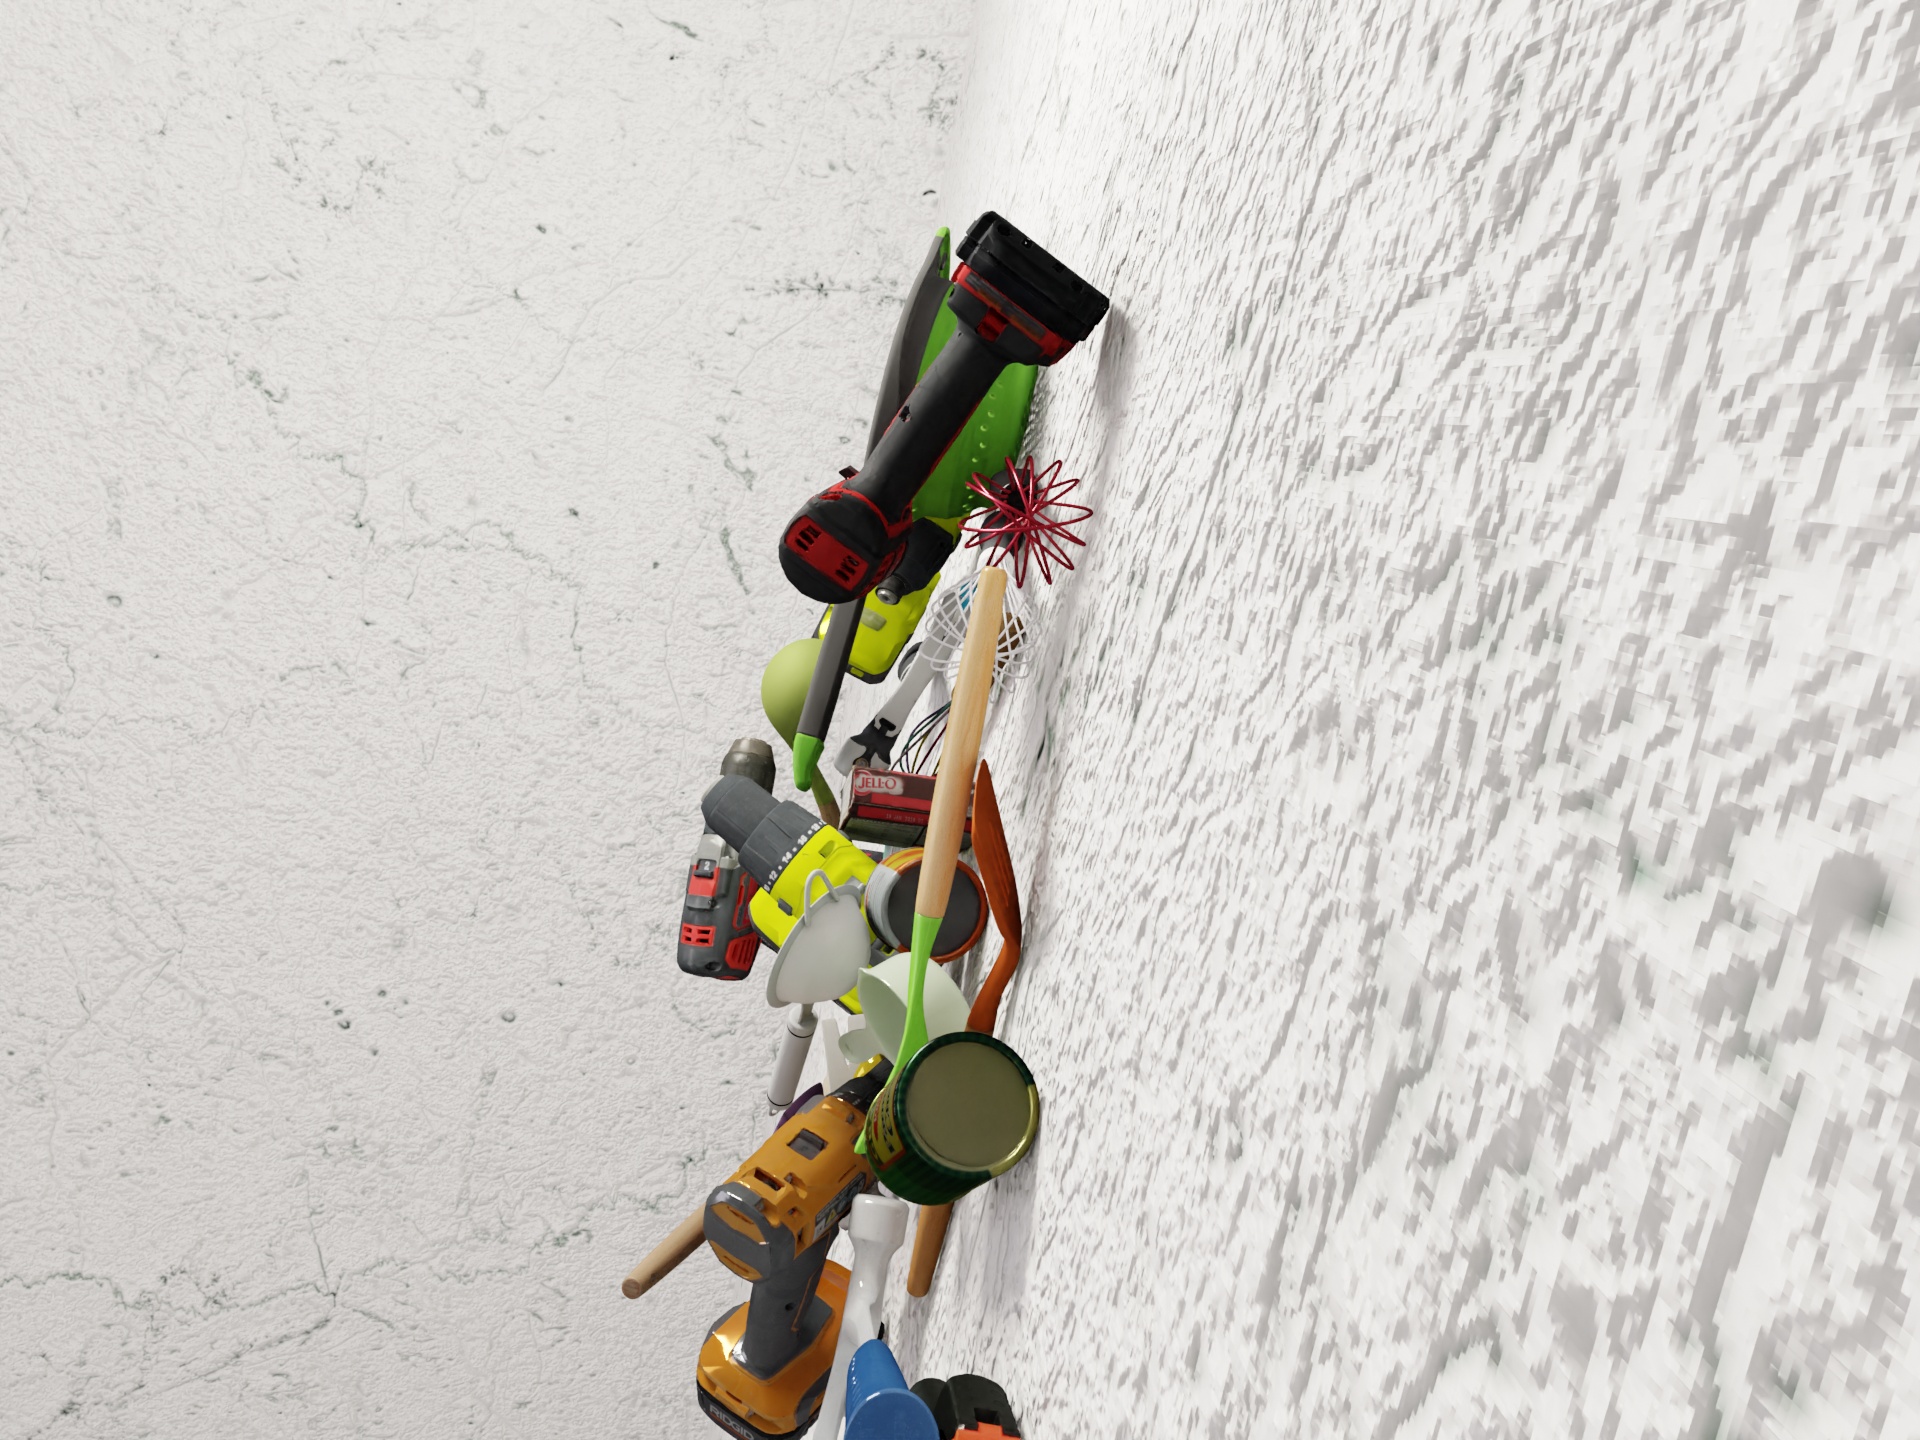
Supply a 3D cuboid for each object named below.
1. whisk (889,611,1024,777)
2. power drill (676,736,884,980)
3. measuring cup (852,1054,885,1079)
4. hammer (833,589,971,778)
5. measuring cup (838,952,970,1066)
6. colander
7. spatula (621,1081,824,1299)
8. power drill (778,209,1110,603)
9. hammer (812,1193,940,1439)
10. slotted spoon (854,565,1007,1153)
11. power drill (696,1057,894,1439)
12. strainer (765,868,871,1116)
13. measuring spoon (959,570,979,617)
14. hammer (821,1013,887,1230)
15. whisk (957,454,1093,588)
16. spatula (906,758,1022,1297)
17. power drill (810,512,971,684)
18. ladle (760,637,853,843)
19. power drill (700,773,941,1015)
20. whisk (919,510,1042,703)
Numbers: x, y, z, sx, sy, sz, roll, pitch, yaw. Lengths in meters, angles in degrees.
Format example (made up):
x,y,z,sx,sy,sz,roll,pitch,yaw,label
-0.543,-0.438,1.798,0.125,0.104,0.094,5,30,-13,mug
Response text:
x,y,z,sx,sy,sz,roll,pitch,yaw,label
-0.001,-0.002,1.087,0.047,0.051,0.245,-54,-2,-32,whisk
-0.135,0.125,1.298,0.226,0.080,0.188,24,-109,-55,power drill
-0.056,0.212,1.043,0.062,0.029,0.156,-49,-29,-30,measuring cup
-0.036,-0.040,1.289,0.149,0.036,0.409,-57,3,5,hammer
-0.037,0.181,0.947,0.083,0.038,0.167,59,155,5,measuring cup
-0.023,-0.134,1.102,0.204,0.094,0.397,94,-169,-82,colander
-0.138,0.300,1.015,0.316,0.018,0.060,-13,-81,-75,spatula
-0.014,-0.165,0.882,0.219,0.078,0.143,-52,2,15,power drill
-0.041,0.301,0.725,0.405,0.035,0.144,109,170,-75,hammer
-0.011,0.076,0.822,0.070,0.031,0.314,-47,-32,-83,slotted spoon
-0.086,0.325,0.999,0.185,0.084,0.226,-35,-39,-48,power drill
-0.095,0.184,0.994,0.087,0.050,0.258,-40,-21,-39,strainer
0.002,-0.089,1.247,0.128,0.021,0.042,140,140,-77,measuring spoon
-0.094,0.307,1.300,0.410,0.038,0.146,129,135,-80,hammer
0.035,-0.125,0.925,0.296,0.073,0.073,-89,10,-77,whisk
-0.003,0.178,0.842,0.081,0.041,0.322,-79,1,-67,spatula
-0.050,-0.127,1.313,0.171,0.080,0.223,-64,6,-29,power drill
-0.085,0.082,1.236,0.078,0.062,0.320,-80,-24,-60,ladle
-0.096,0.126,1.107,0.080,0.190,0.228,-50,-7,-16,power drill
0.019,-0.085,0.963,0.285,0.070,0.070,-80,3,-67,whisk
